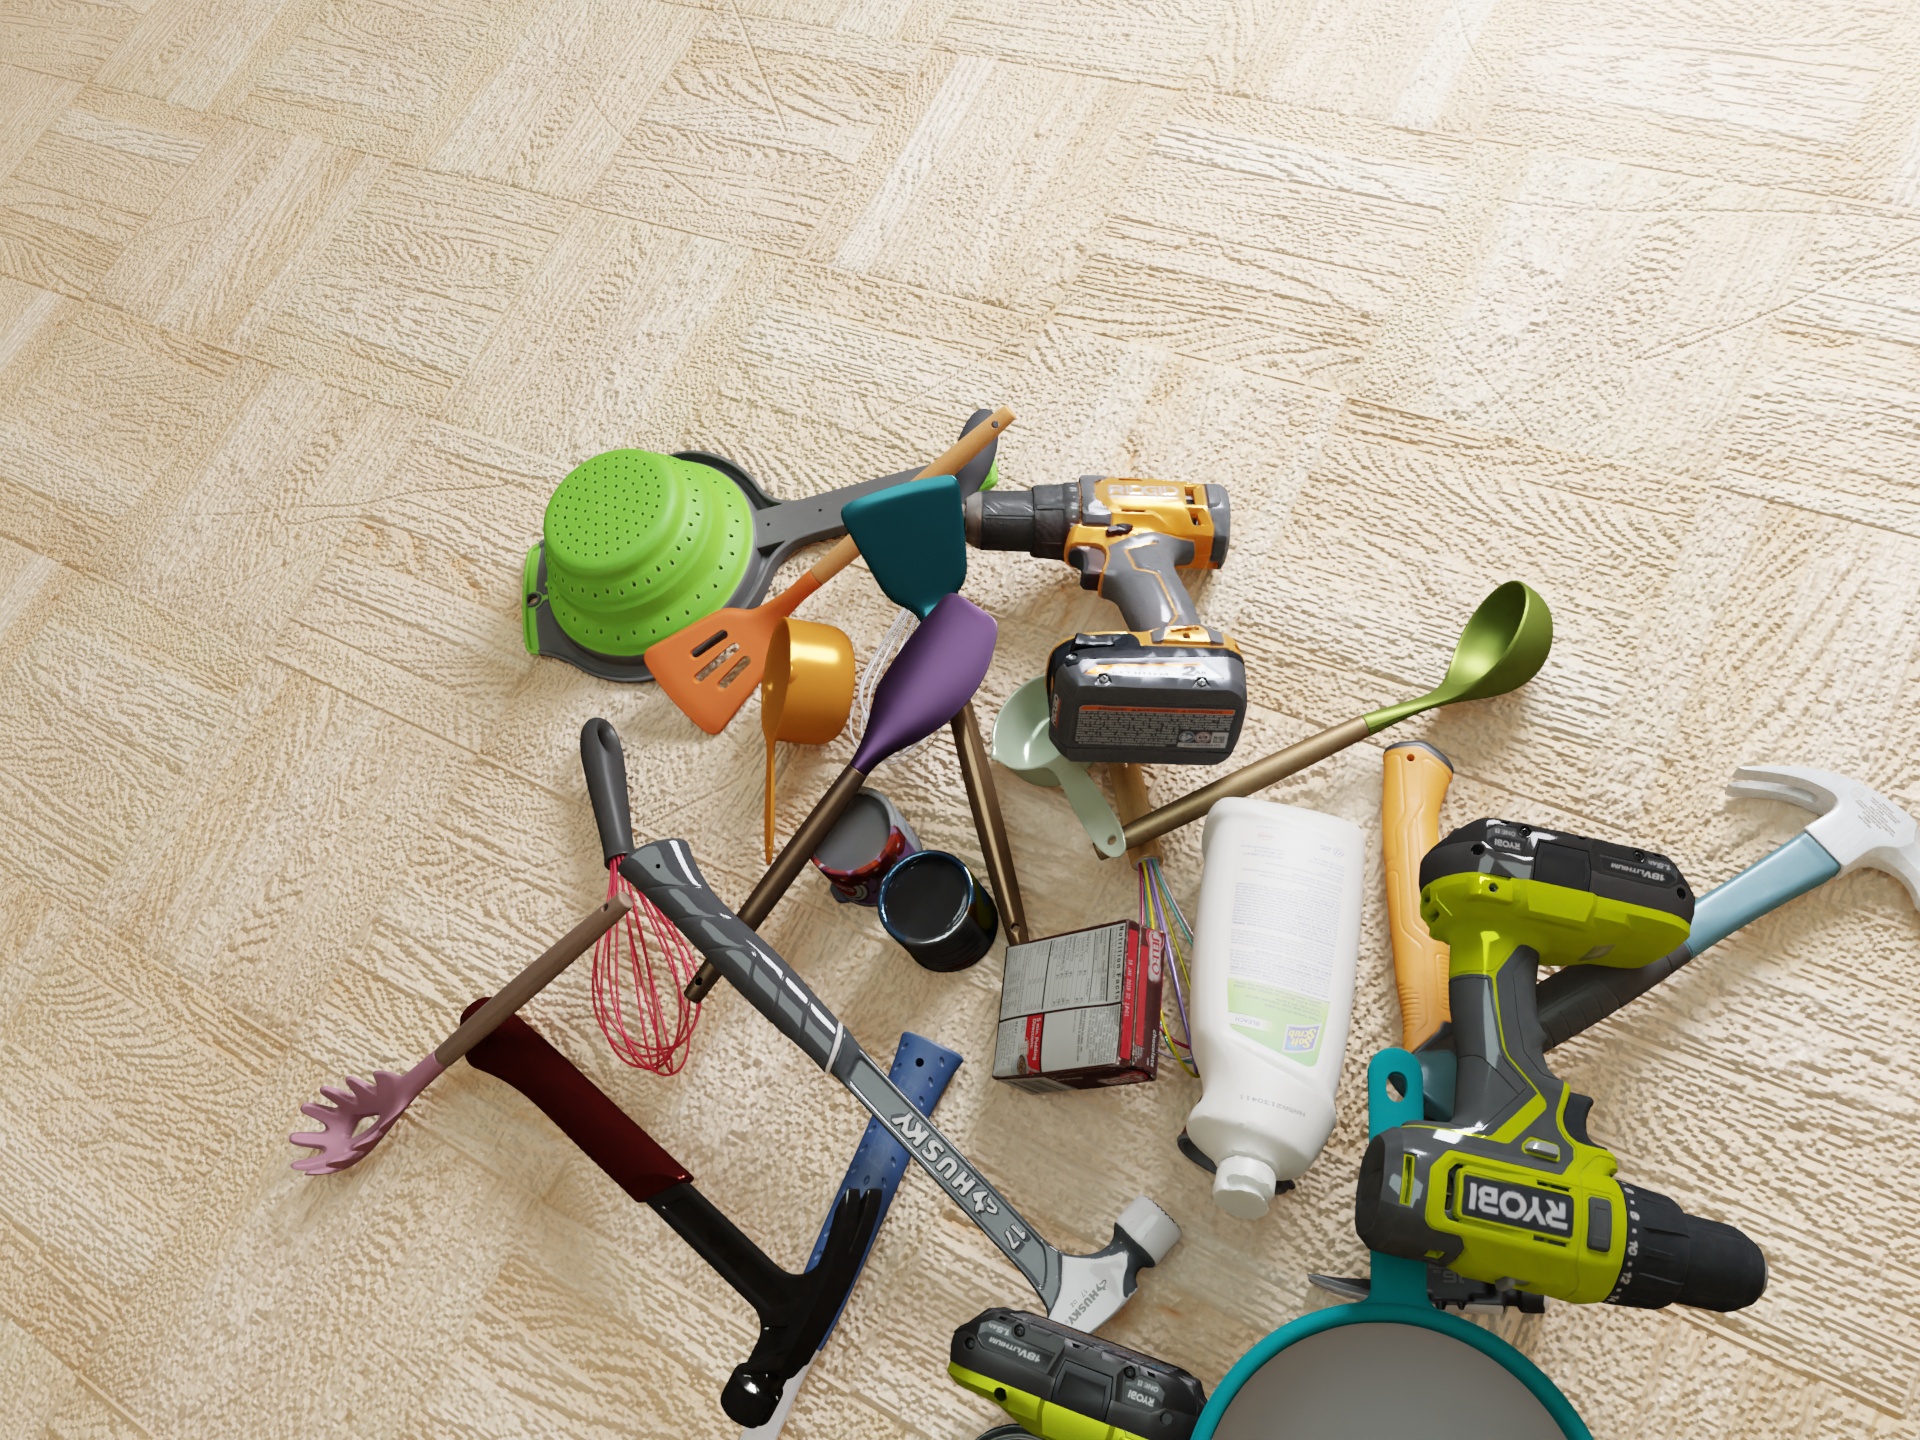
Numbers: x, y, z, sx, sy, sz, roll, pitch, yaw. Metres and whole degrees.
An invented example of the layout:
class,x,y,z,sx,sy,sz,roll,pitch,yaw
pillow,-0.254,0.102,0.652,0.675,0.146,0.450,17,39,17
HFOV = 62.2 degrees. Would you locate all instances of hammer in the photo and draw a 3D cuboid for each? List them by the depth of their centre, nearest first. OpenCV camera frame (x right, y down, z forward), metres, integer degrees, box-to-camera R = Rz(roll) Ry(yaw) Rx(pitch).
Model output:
class,x,y,z,sx,sy,sz,roll,pitch,yaw
hammer,0.389,0.131,0.891,0.331,0.033,0.128,-28,58,-7
hammer,0.265,0.168,0.934,0.127,0.034,0.337,-3,64,15
hammer,-0.105,0.378,0.945,0.144,0.035,0.406,17,71,24
hammer,-0.066,0.217,0.963,0.409,0.036,0.149,42,77,18
hammer,-0.202,0.264,0.992,0.359,0.036,0.149,29,94,37

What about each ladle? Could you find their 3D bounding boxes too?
class,x,y,z,sx,sy,sz,roll,pitch,yaw
ladle,0.225,0.004,0.997,0.320,0.078,0.062,-25,99,-1

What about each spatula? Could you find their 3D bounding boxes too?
class,x,y,z,sx,sy,sz,roll,pitch,yaw
spatula,-0.080,0.054,1.033,0.060,0.018,0.316,36,89,18
spatula,-0.002,-0.003,1.049,0.082,0.044,0.318,-15,77,3
spatula,-0.087,-0.117,1.145,0.322,0.041,0.081,-39,96,14

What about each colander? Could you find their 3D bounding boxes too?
class,x,y,z,sx,sy,sz,roll,pitch,yaw
colander,-0.171,-0.158,1.199,0.397,0.094,0.205,-14,61,11

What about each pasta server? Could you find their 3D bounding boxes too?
class,x,y,z,sx,sy,sz,roll,pitch,yaw
pasta server,-0.332,0.207,1.054,0.316,0.040,0.060,-40,48,18

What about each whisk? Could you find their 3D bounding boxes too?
class,x,y,z,sx,sy,sz,roll,pitch,yaw
whisk,0.121,0.107,1.000,0.047,0.051,0.245,9,52,-25
whisk,-0.233,0.115,1.107,0.073,0.073,0.296,-23,55,5
whisk,-0.015,-0.100,1.132,0.070,0.070,0.285,8,70,21

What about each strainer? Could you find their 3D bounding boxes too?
class,x,y,z,sx,sy,sz,roll,pitch,yaw
strainer,0.218,0.346,0.819,0.211,0.095,0.341,4,66,6

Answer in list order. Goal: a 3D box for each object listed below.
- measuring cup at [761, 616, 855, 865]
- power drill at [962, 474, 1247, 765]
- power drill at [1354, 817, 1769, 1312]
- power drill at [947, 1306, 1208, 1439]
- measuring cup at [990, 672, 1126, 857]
class,x,y,z,sx,sy,sz,roll,pitch,yaw
measuring cup,-0.108,0.016,1.113,0.052,0.095,0.174,5,84,-19
power drill,0.092,-0.079,1.042,0.185,0.084,0.226,2,47,-2
power drill,0.310,0.179,0.811,0.190,0.080,0.229,12,64,3
power drill,0.028,0.428,0.814,0.171,0.080,0.223,14,75,18
measuring cup,0.077,0.037,1.035,0.083,0.038,0.168,-38,44,10
